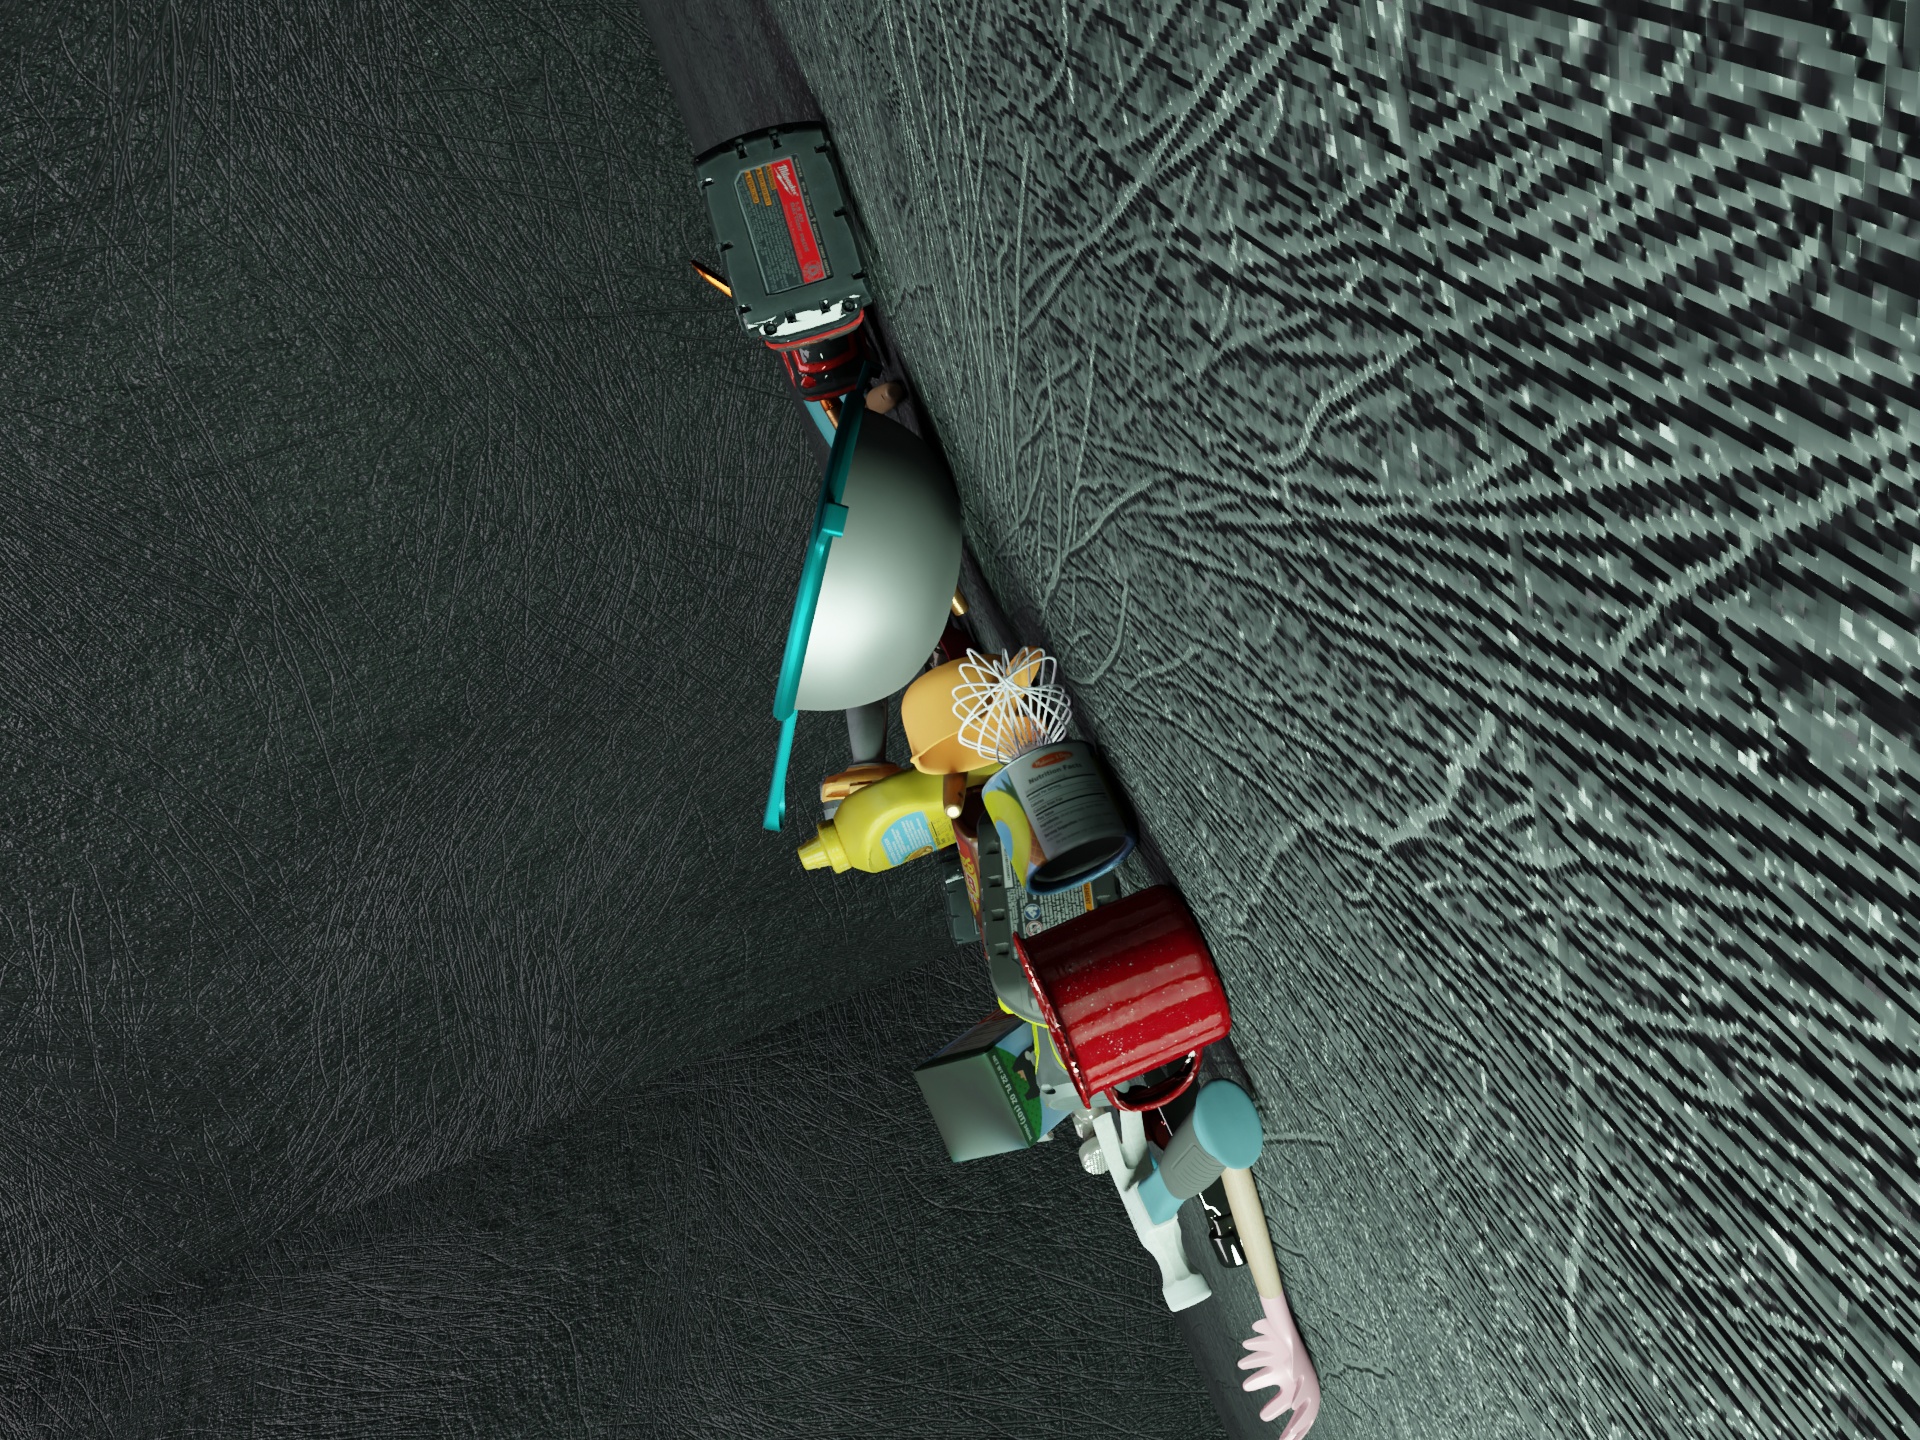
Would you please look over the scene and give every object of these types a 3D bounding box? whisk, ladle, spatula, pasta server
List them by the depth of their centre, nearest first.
[{"bbox_3d":[0.040,0.016,0.954,0.284,0.070,0.070,64,-177,-73],"label":"whisk"},{"bbox_3d":[0.178,0.335,0.972,0.060,0.040,0.316,44,157,55],"label":"pasta server"},{"bbox_3d":[-0.002,-0.004,1.159,0.069,0.031,0.316,51,-165,-17],"label":"ladle"},{"bbox_3d":[-0.088,-0.204,1.159,0.322,0.041,0.081,57,-177,-21],"label":"spatula"},{"bbox_3d":[-0.073,-0.230,1.194,0.082,0.044,0.317,58,177,-10],"label":"spatula"}]

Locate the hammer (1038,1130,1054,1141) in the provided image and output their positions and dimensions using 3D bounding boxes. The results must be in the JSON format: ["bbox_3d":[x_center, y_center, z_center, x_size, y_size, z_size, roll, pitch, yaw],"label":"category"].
[{"bbox_3d":[0.039,0.186,1.426,0.143,0.035,0.406,81,-179,-47],"label":"hammer"}]

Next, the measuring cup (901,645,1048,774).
[{"bbox_3d":[0.015,-0.024,0.978,0.173,0.095,0.052,117,138,-61],"label":"measuring cup"}]

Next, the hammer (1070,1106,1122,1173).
[{"bbox_3d":[0.077,0.186,1.272,0.146,0.038,0.410,-111,8,-50],"label":"hammer"}]

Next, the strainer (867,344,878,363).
[{"bbox_3d":[-0.108,-0.318,1.205,0.259,0.050,0.086,56,176,45],"label":"strainer"}]

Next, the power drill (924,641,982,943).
[{"bbox_3d":[0.009,0.052,1.343,0.187,0.080,0.227,83,177,-50],"label":"power drill"}]

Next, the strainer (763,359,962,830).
[{"bbox_3d":[-0.064,-0.045,1.039,0.211,0.095,0.340,-84,7,-51],"label":"strainer"}]

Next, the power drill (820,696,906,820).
[{"bbox_3d":[-0.076,-0.011,1.386,0.185,0.084,0.226,45,-141,-82],"label":"power drill"}]

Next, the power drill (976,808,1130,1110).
[{"bbox_3d":[0.063,0.130,0.999,0.228,0.080,0.191,72,-169,-65],"label":"power drill"}]

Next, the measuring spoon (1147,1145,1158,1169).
[{"bbox_3d":[0.120,0.301,1.178,0.042,0.021,0.129,75,170,-61],"label":"measuring spoon"}]

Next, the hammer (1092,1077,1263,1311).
[{"bbox_3d":[0.130,0.264,0.927,0.330,0.033,0.128,93,154,-65],"label":"hammer"}]

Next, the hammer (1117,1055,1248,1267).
[{"bbox_3d":[0.150,0.296,1.183,0.359,0.036,0.149,98,150,-83],"label":"hammer"}]

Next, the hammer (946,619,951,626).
[{"bbox_3d":[-0.049,-0.122,1.312,0.335,0.035,0.146,-82,-30,-84],"label":"hammer"}]

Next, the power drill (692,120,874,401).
[{"bbox_3d":[-0.102,-0.286,0.993,0.219,0.078,0.143,-105,-1,-87],"label":"power drill"}]
